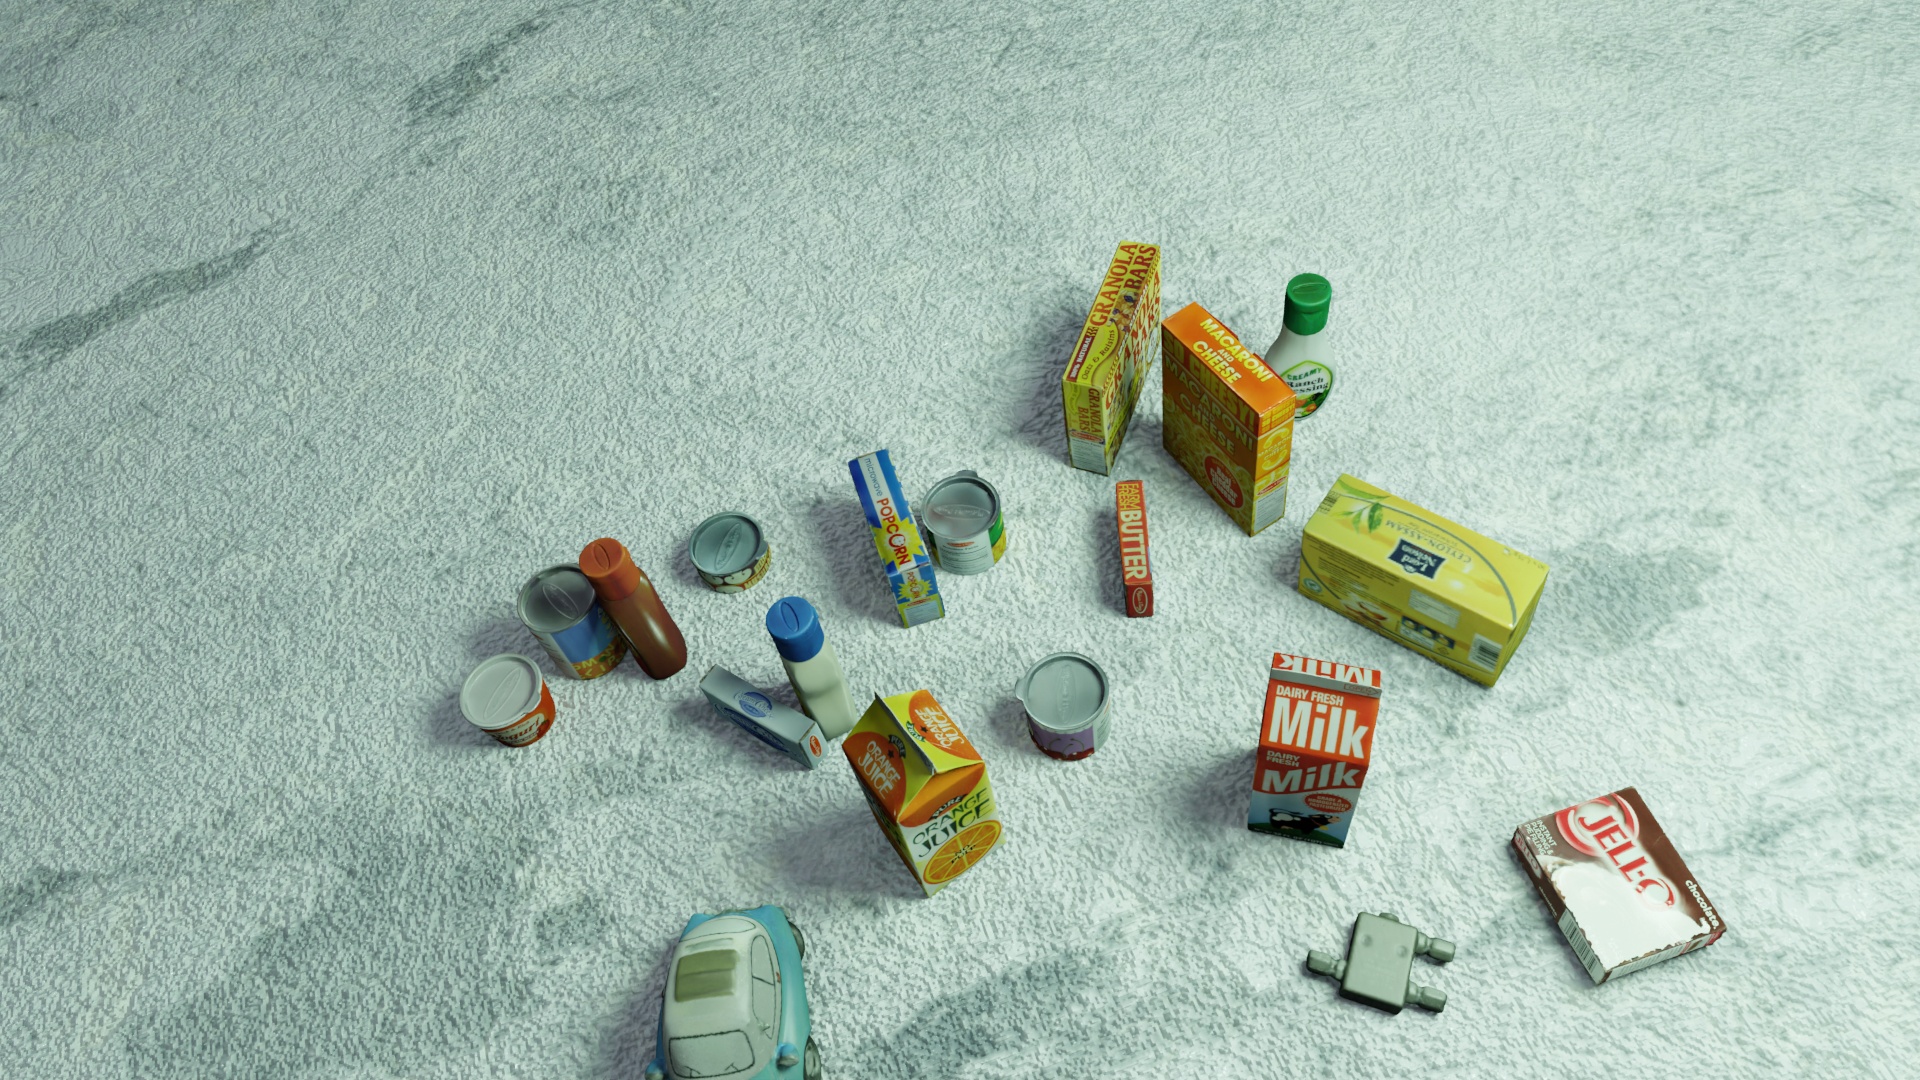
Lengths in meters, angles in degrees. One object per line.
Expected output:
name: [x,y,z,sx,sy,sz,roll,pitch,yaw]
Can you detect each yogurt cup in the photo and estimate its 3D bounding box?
yogurt cup: [-0.365,0.133,1.129,0.072,0.053,0.073,-4,56,6]

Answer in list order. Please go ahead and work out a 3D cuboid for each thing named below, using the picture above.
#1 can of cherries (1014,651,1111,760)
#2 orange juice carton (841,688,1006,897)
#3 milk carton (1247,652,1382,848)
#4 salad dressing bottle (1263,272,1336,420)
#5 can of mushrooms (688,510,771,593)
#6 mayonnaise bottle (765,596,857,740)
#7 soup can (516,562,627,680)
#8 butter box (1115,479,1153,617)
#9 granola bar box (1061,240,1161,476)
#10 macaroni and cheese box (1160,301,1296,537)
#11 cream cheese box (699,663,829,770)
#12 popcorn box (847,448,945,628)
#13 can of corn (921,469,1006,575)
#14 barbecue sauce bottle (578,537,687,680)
can of cherries: [0.079,0.127,1.065,0.071,0.058,0.072,-4,56,6]
orange juice carton: [-0.026,0.171,0.970,0.073,0.191,0.072,-33,58,-13]
milk carton: [0.242,0.138,0.953,0.072,0.189,0.074,9,58,14]
salad dressing bottle: [0.288,-0.163,1.175,0.064,0.147,0.044,-8,56,3]
can of mushrooms: [-0.196,0.011,1.199,0.071,0.033,0.071,-4,56,6]
mayonnaise bottle: [-0.115,0.095,1.061,0.041,0.147,0.065,-25,57,-8]
soup can: [-0.316,0.066,1.149,0.071,0.083,0.072,-4,56,6]
butter box: [0.143,0.006,1.140,0.024,0.053,0.104,-4,56,6]
granola bar box: [0.134,-0.159,1.210,0.039,0.123,0.166,14,59,17]
macaroni and cheese box: [0.215,-0.097,1.130,0.040,0.165,0.124,-31,58,-12]
cream cheese box: [-0.155,0.140,1.094,0.104,0.053,0.024,26,64,23]
popcorn box: [-0.053,-0.002,1.155,0.038,0.084,0.127,-19,56,-4]
can of corn: [0.004,-0.015,1.171,0.071,0.058,0.071,-4,56,6]
barbecue sauce bottle: [-0.262,0.052,1.111,0.044,0.147,0.065,-28,57,-10]
